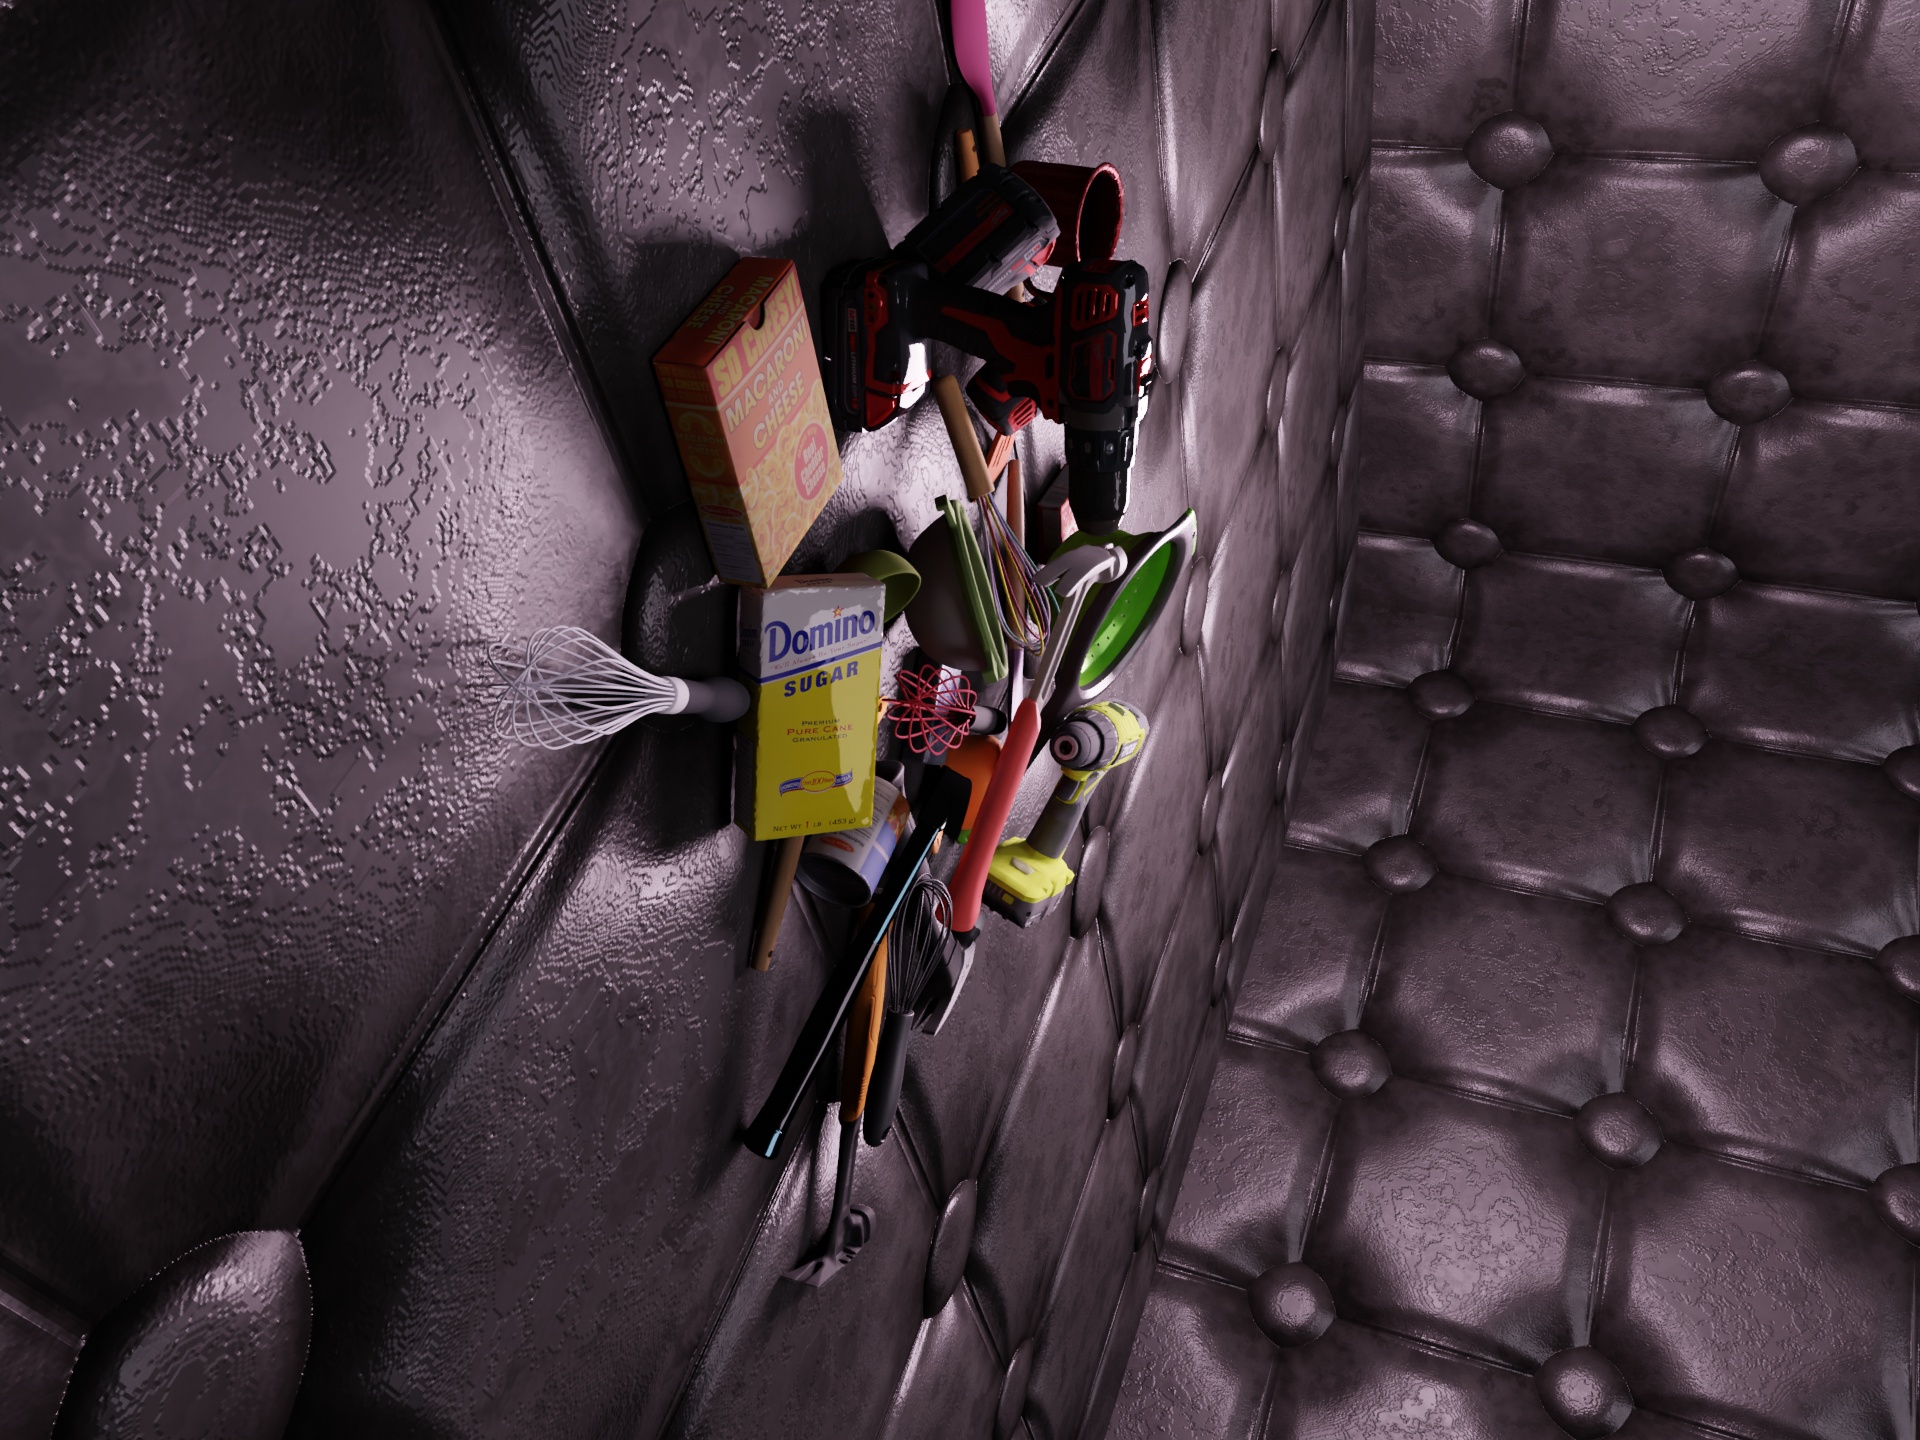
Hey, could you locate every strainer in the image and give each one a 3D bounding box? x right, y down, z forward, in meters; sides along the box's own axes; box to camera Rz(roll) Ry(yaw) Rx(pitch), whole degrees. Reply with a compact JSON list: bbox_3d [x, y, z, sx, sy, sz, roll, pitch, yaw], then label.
[{"bbox_3d":[-0.009,-0.103,1.347,0.256,0.069,0.151,-43,118,-85],"label":"strainer"}]

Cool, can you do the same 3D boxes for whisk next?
[{"bbox_3d":[-0.050,0.243,1.326,0.055,0.055,0.239,-8,111,-69],"label":"whisk"},{"bbox_3d":[-0.186,-0.017,0.924,0.284,0.070,0.070,3,97,-75],"label":"whisk"},{"bbox_3d":[0.028,-0.167,1.316,0.047,0.051,0.245,-65,136,-72],"label":"whisk"},{"bbox_3d":[-0.002,-0.004,1.328,0.295,0.073,0.073,11,89,-76],"label":"whisk"}]

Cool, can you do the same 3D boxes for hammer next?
[{"bbox_3d":[-0.039,0.150,1.413,0.334,0.035,0.146,74,32,-50],"label":"hammer"},{"bbox_3d":[0.044,0.025,1.316,0.149,0.037,0.359,-33,146,-61],"label":"hammer"},{"bbox_3d":[-0.092,0.308,1.352,0.127,0.034,0.337,-15,114,-69],"label":"hammer"},{"bbox_3d":[-0.077,0.183,1.233,0.331,0.033,0.128,-62,-174,-12],"label":"hammer"}]

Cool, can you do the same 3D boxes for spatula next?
[{"bbox_3d":[0.019,-0.338,1.350,0.081,0.041,0.322,-57,146,-44],"label":"spatula"},{"bbox_3d":[0.050,-0.089,1.454,0.059,0.018,0.316,59,30,-75],"label":"spatula"}]

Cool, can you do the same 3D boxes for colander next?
[{"bbox_3d":[0.086,-0.059,1.568,0.397,0.094,0.204,-54,163,-10],"label":"colander"}]

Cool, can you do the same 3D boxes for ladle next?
[{"bbox_3d":[-0.098,0.031,1.154,0.078,0.062,0.320,8,97,-64],"label":"ladle"}]

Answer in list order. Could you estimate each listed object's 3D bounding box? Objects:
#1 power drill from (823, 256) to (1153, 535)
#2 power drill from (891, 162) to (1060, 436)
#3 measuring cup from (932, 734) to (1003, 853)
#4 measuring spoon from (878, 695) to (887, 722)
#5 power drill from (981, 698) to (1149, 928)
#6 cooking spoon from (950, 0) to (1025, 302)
[{"bbox_3d":[0.023,-0.231,1.113,0.080,0.227,0.187,-47,142,-55],"label":"power drill"},{"bbox_3d":[0.046,-0.327,1.255,0.143,0.079,0.219,-41,153,3],"label":"power drill"},{"bbox_3d":[0.010,0.073,1.418,0.174,0.052,0.095,-72,155,-65],"label":"measuring cup"},{"bbox_3d":[-0.083,0.008,1.268,0.117,0.011,0.021,-53,147,-56],"label":"measuring spoon"},{"bbox_3d":[0.094,0.086,1.564,0.228,0.080,0.190,-63,164,15],"label":"power drill"},{"bbox_3d":[0.026,-0.474,1.302,0.318,0.017,0.069,77,28,-47],"label":"cooking spoon"}]
